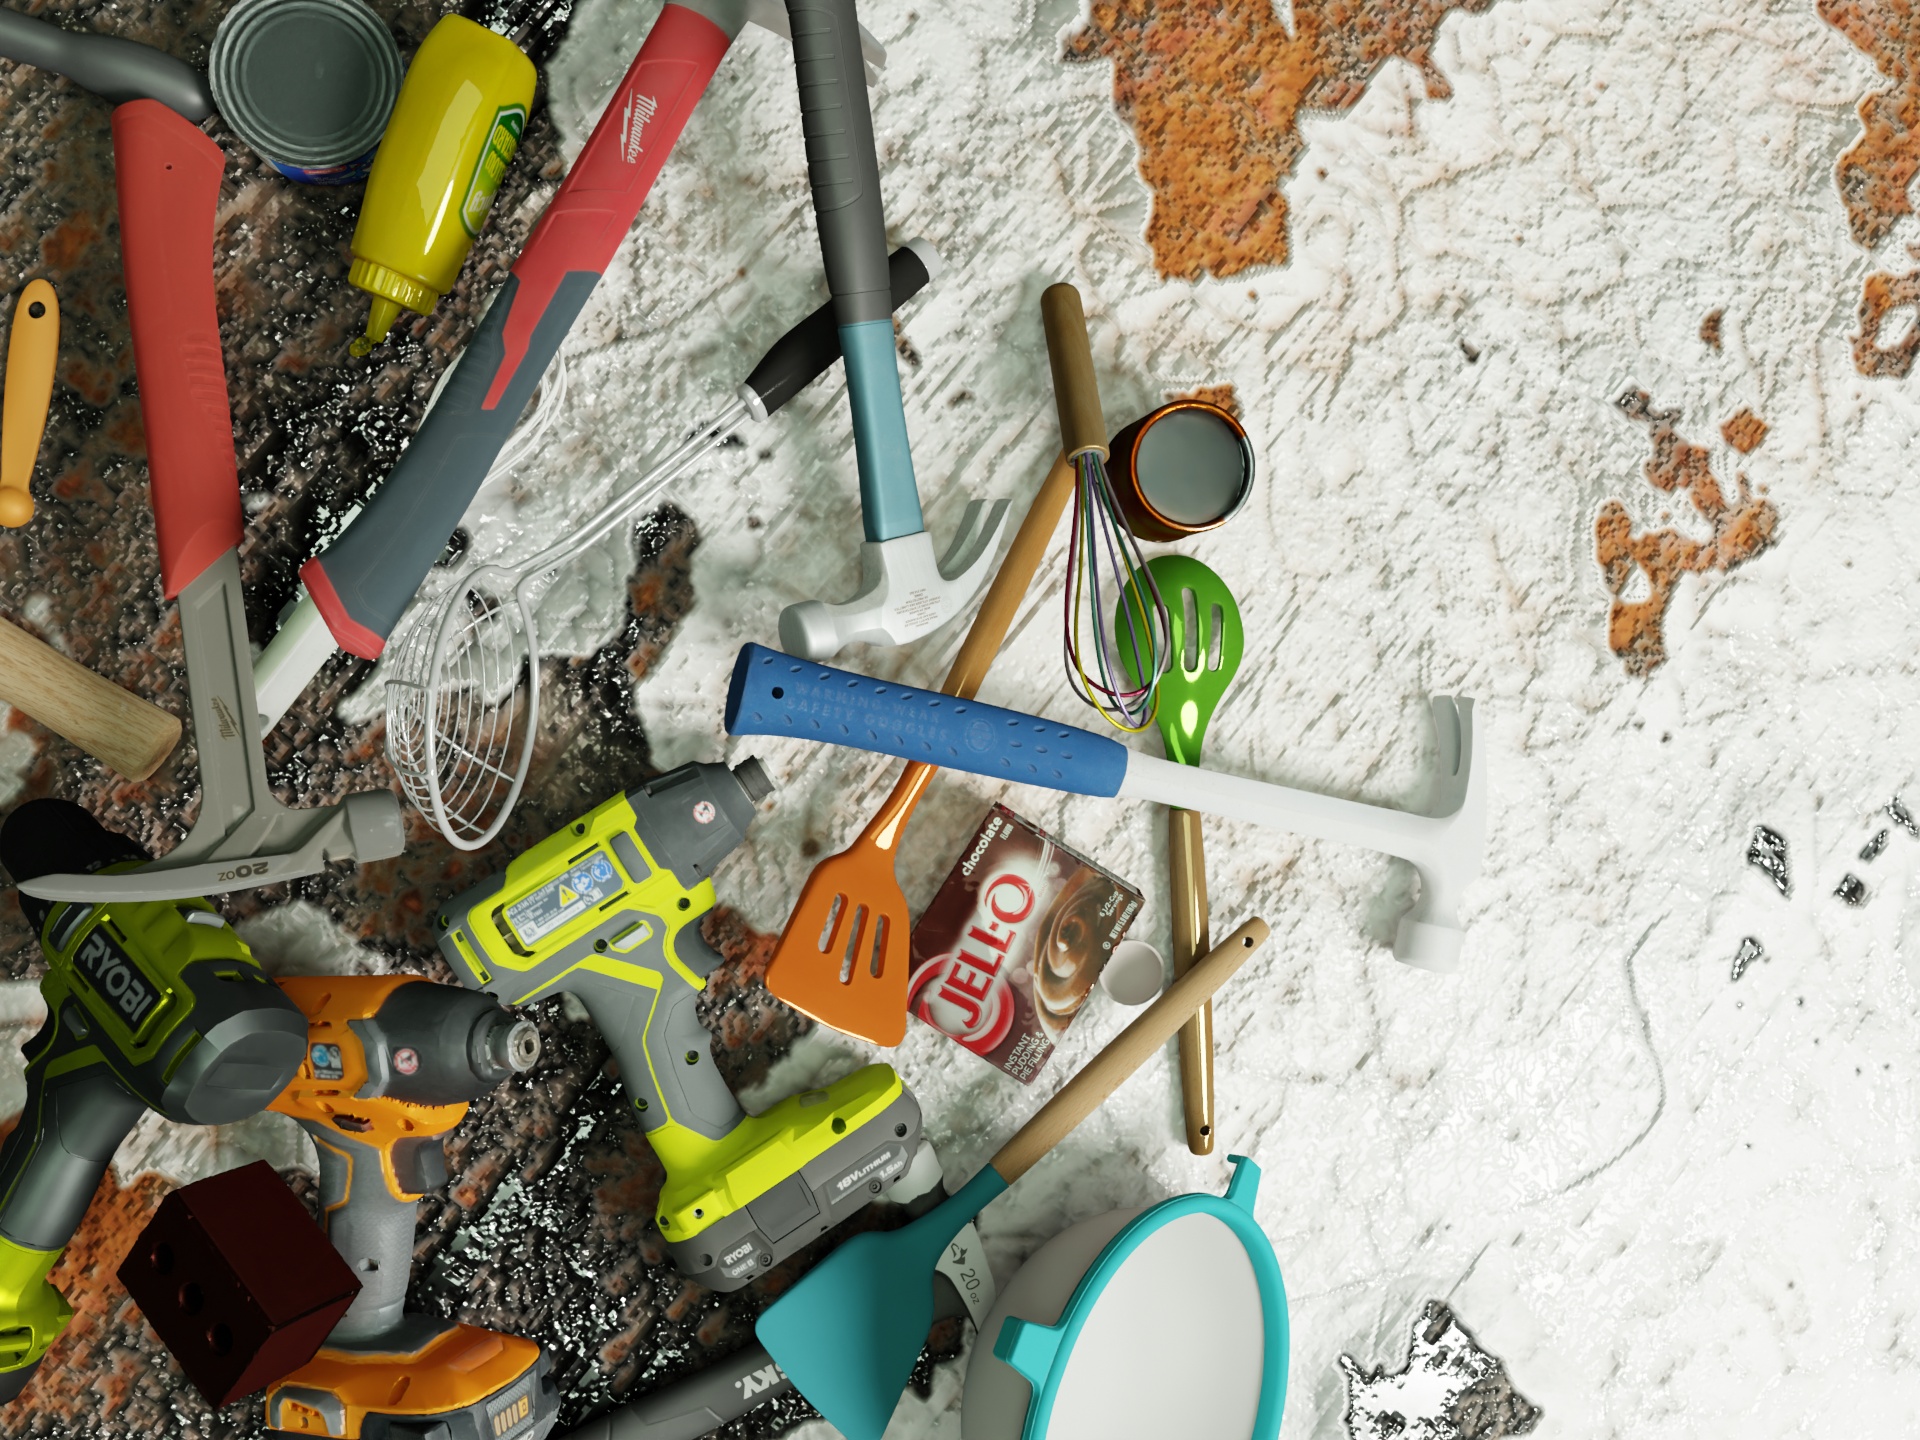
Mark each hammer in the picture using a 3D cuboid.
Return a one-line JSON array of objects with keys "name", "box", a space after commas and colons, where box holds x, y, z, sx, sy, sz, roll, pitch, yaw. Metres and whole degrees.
[{"name": "hammer", "box": [-0.511, -0.072, 0.720, 0.331, 0.031, 0.130, 34, 86, -8]}, {"name": "hammer", "box": [0.087, 0.021, 0.775, 0.405, 0.035, 0.144, 13, 88, -20]}, {"name": "hammer", "box": [-0.134, 0.346, 0.788, 0.335, 0.035, 0.146, -26, 94, -7]}, {"name": "hammer", "box": [-0.348, -0.102, 0.702, 0.149, 0.036, 0.359, -7, 81, -26]}, {"name": "hammer", "box": [-0.171, -0.195, 0.726, 0.143, 0.038, 0.386, 26, 74, -9]}, {"name": "hammer", "box": [-0.048, -0.199, 0.741, 0.128, 0.033, 0.331, -17, 106, -34]}]

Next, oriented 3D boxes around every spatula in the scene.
[{"name": "spatula", "box": [0.041, 0.207, 0.777, 0.317, 0.044, 0.082, -42, 93, -11]}, {"name": "spatula", "box": [-0.001, -0.002, 0.779, 0.081, 0.041, 0.323, 31, 78, -27]}]

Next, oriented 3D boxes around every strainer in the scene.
[{"name": "strainer", "box": [0.072, 0.388, 0.784, 0.211, 0.095, 0.340, -17, 107, -46]}]

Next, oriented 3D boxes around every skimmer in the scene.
[{"name": "skimmer", "box": [-0.124, -0.094, 0.749, 0.363, 0.127, 0.090, -43, 73, -13]}]

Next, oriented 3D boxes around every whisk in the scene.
[{"name": "whisk", "box": [0.062, -0.108, 0.760, 0.047, 0.051, 0.245, -2, 67, -13]}, {"name": "whisk", "box": [-0.480, -0.324, 0.710, 0.284, 0.070, 0.070, 16, 89, -14]}, {"name": "whisk", "box": [-0.269, -0.086, 0.751, 0.059, 0.057, 0.246, 38, 90, 35]}]

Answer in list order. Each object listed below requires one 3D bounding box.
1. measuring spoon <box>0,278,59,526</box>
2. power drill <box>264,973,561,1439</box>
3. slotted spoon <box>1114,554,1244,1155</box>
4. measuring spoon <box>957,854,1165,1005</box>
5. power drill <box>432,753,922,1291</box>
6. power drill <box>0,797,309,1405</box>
[{"name": "measuring spoon", "box": [-0.436, -0.148, 0.739, 0.021, 0.011, 0.117, 8, 90, -9]}, {"name": "power drill", "box": [-0.248, 0.226, 0.716, 0.164, 0.084, 0.226, -6, 93, 25]}, {"name": "slotted spoon", "box": [0.120, 0.071, 0.825, 0.070, 0.031, 0.314, -4, 93, -12]}, {"name": "measuring spoon", "box": [0.051, 0.104, 0.823, 0.124, 0.018, 0.034, 34, 92, -1]}, {"name": "power drill", "box": [-0.120, 0.139, 0.765, 0.171, 0.080, 0.223, -32, 93, -7]}, {"name": "power drill", "box": [-0.410, 0.162, 0.698, 0.191, 0.080, 0.228, 36, 90, 26]}]
